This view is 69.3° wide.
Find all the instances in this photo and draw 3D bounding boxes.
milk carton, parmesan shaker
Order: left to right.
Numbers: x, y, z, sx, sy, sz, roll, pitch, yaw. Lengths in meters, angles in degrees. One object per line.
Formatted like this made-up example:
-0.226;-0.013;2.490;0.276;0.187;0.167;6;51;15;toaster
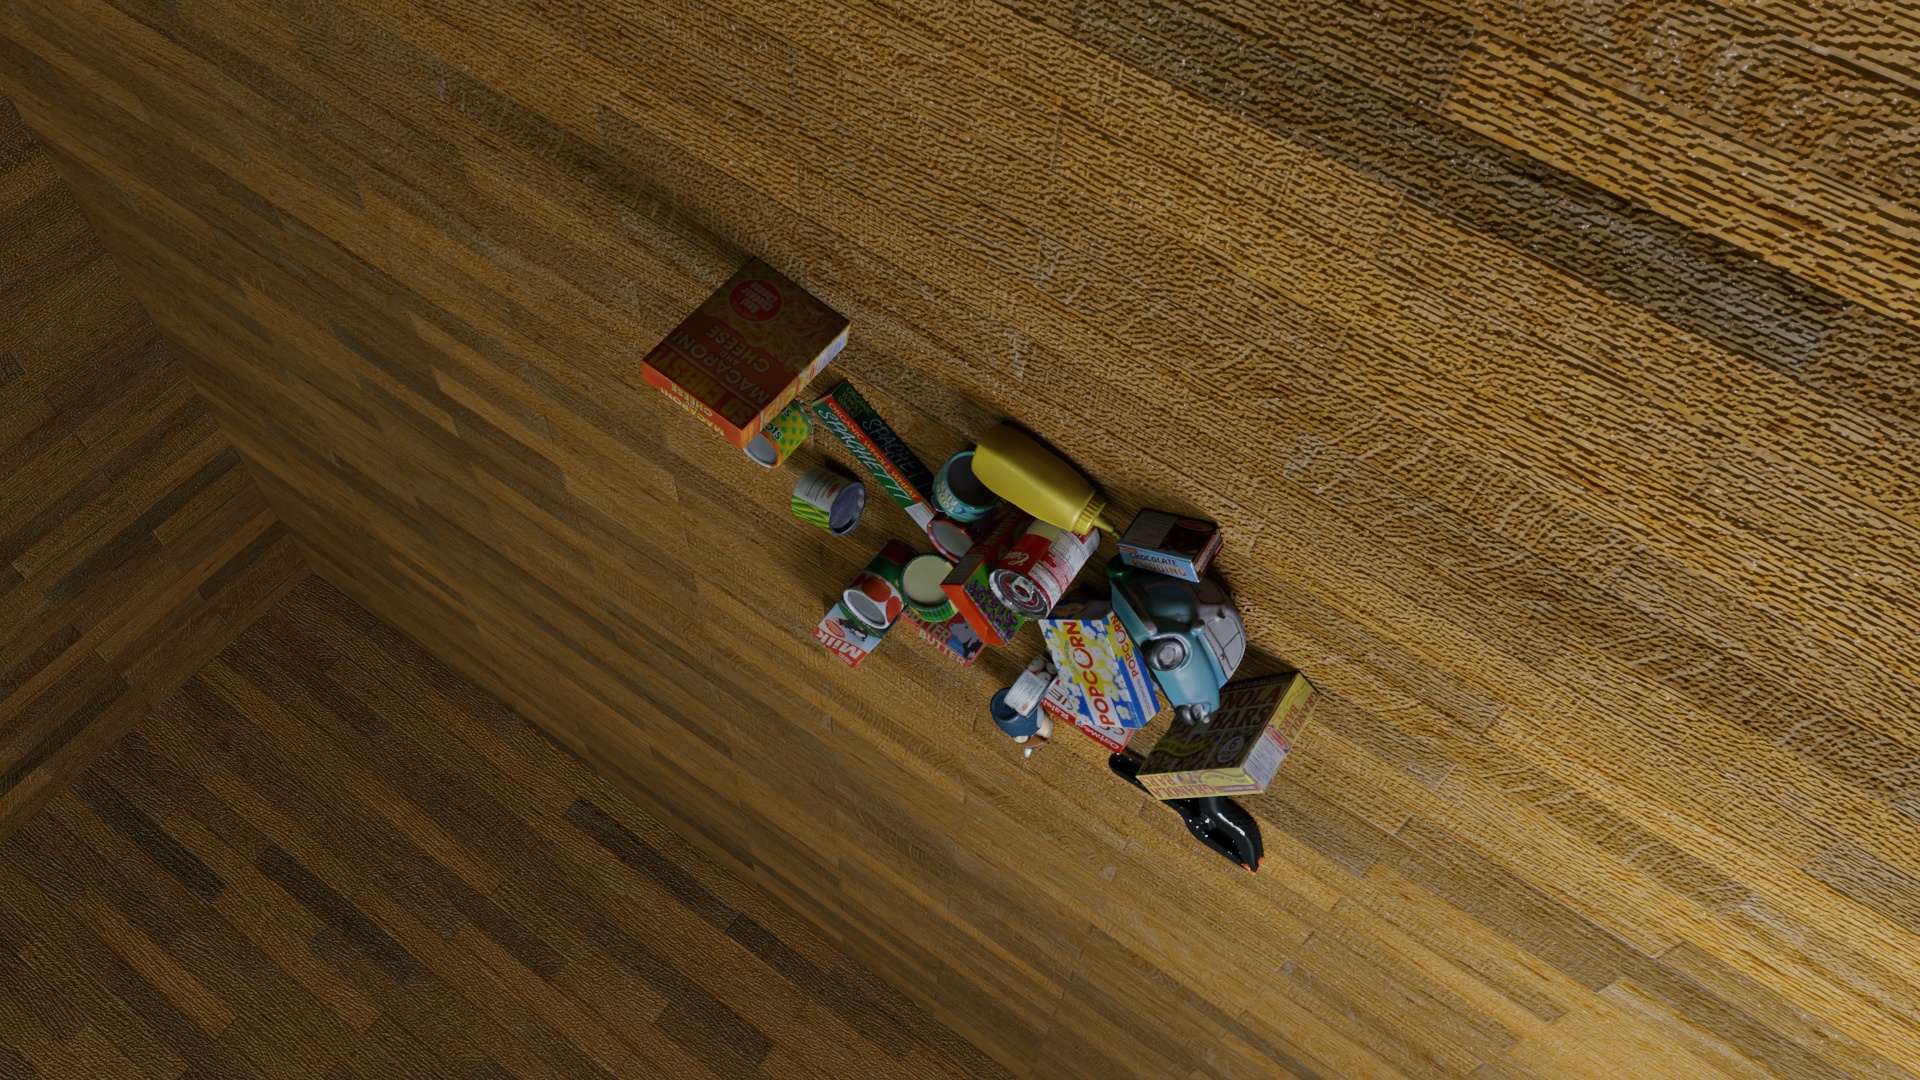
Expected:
-0.128;0.100;1.752;0.072;0.074;0.189;40;152;-1;milk carton
-0.032;0.050;1.541;0.071;0.071;0.103;35;174;9;parmesan shaker

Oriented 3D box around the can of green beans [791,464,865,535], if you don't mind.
-0.150;-0.046;1.576;0.058;0.071;0.071;25;148;26;can of green beans

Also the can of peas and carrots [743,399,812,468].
-0.208;-0.124;1.542;0.071;0.059;0.070;29;150;19;can of peas and carrots

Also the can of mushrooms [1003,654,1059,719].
0.080;0.158;1.515;0.033;0.071;0.070;37;151;10;can of mushrooms

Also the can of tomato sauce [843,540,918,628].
-0.085;0.052;1.621;0.071;0.083;0.070;29;150;19;can of tomato sauce

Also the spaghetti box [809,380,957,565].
-0.060;-0.067;1.480;0.249;0.029;0.050;48;150;-15;spaghetti box

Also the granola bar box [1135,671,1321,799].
0.261;0.194;1.370;0.039;0.125;0.165;47;151;-12;granola bar box

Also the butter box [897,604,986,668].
-0.018;0.101;1.643;0.103;0.053;0.024;34;149;11;butter box

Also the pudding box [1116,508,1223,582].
0.190;0.004;1.263;0.084;0.050;0.030;14;144;39;pudding box

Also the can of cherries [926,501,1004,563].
0.005;-0.018;1.441;0.071;0.058;0.071;29;150;19;can of cherries

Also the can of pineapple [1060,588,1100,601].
0.129;0.089;1.441;0.058;0.071;0.070;28;149;20;can of pineapple

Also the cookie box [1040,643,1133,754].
0.148;0.161;1.545;0.123;0.040;0.166;32;151;14;cookie box

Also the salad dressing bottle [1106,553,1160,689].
0.180;0.079;1.376;0.044;0.064;0.147;-3;124;27;salad dressing bottle

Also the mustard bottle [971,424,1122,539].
0.087;-0.047;1.314;0.160;0.049;0.065;34;151;10;mustard bottle

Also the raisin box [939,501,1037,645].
0.047;0.032;1.394;0.040;0.124;0.086;-2;131;51;raisin box

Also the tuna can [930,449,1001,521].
0.006;-0.054;1.376;0.071;0.071;0.032;40;150;-1;tuna can

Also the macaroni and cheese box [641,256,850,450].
-0.206;-0.182;1.343;0.124;0.167;0.040;35;152;8;macaroni and cheese box

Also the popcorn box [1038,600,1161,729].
0.137;0.123;1.373;0.085;0.038;0.126;-3;115;47;popcorn box
